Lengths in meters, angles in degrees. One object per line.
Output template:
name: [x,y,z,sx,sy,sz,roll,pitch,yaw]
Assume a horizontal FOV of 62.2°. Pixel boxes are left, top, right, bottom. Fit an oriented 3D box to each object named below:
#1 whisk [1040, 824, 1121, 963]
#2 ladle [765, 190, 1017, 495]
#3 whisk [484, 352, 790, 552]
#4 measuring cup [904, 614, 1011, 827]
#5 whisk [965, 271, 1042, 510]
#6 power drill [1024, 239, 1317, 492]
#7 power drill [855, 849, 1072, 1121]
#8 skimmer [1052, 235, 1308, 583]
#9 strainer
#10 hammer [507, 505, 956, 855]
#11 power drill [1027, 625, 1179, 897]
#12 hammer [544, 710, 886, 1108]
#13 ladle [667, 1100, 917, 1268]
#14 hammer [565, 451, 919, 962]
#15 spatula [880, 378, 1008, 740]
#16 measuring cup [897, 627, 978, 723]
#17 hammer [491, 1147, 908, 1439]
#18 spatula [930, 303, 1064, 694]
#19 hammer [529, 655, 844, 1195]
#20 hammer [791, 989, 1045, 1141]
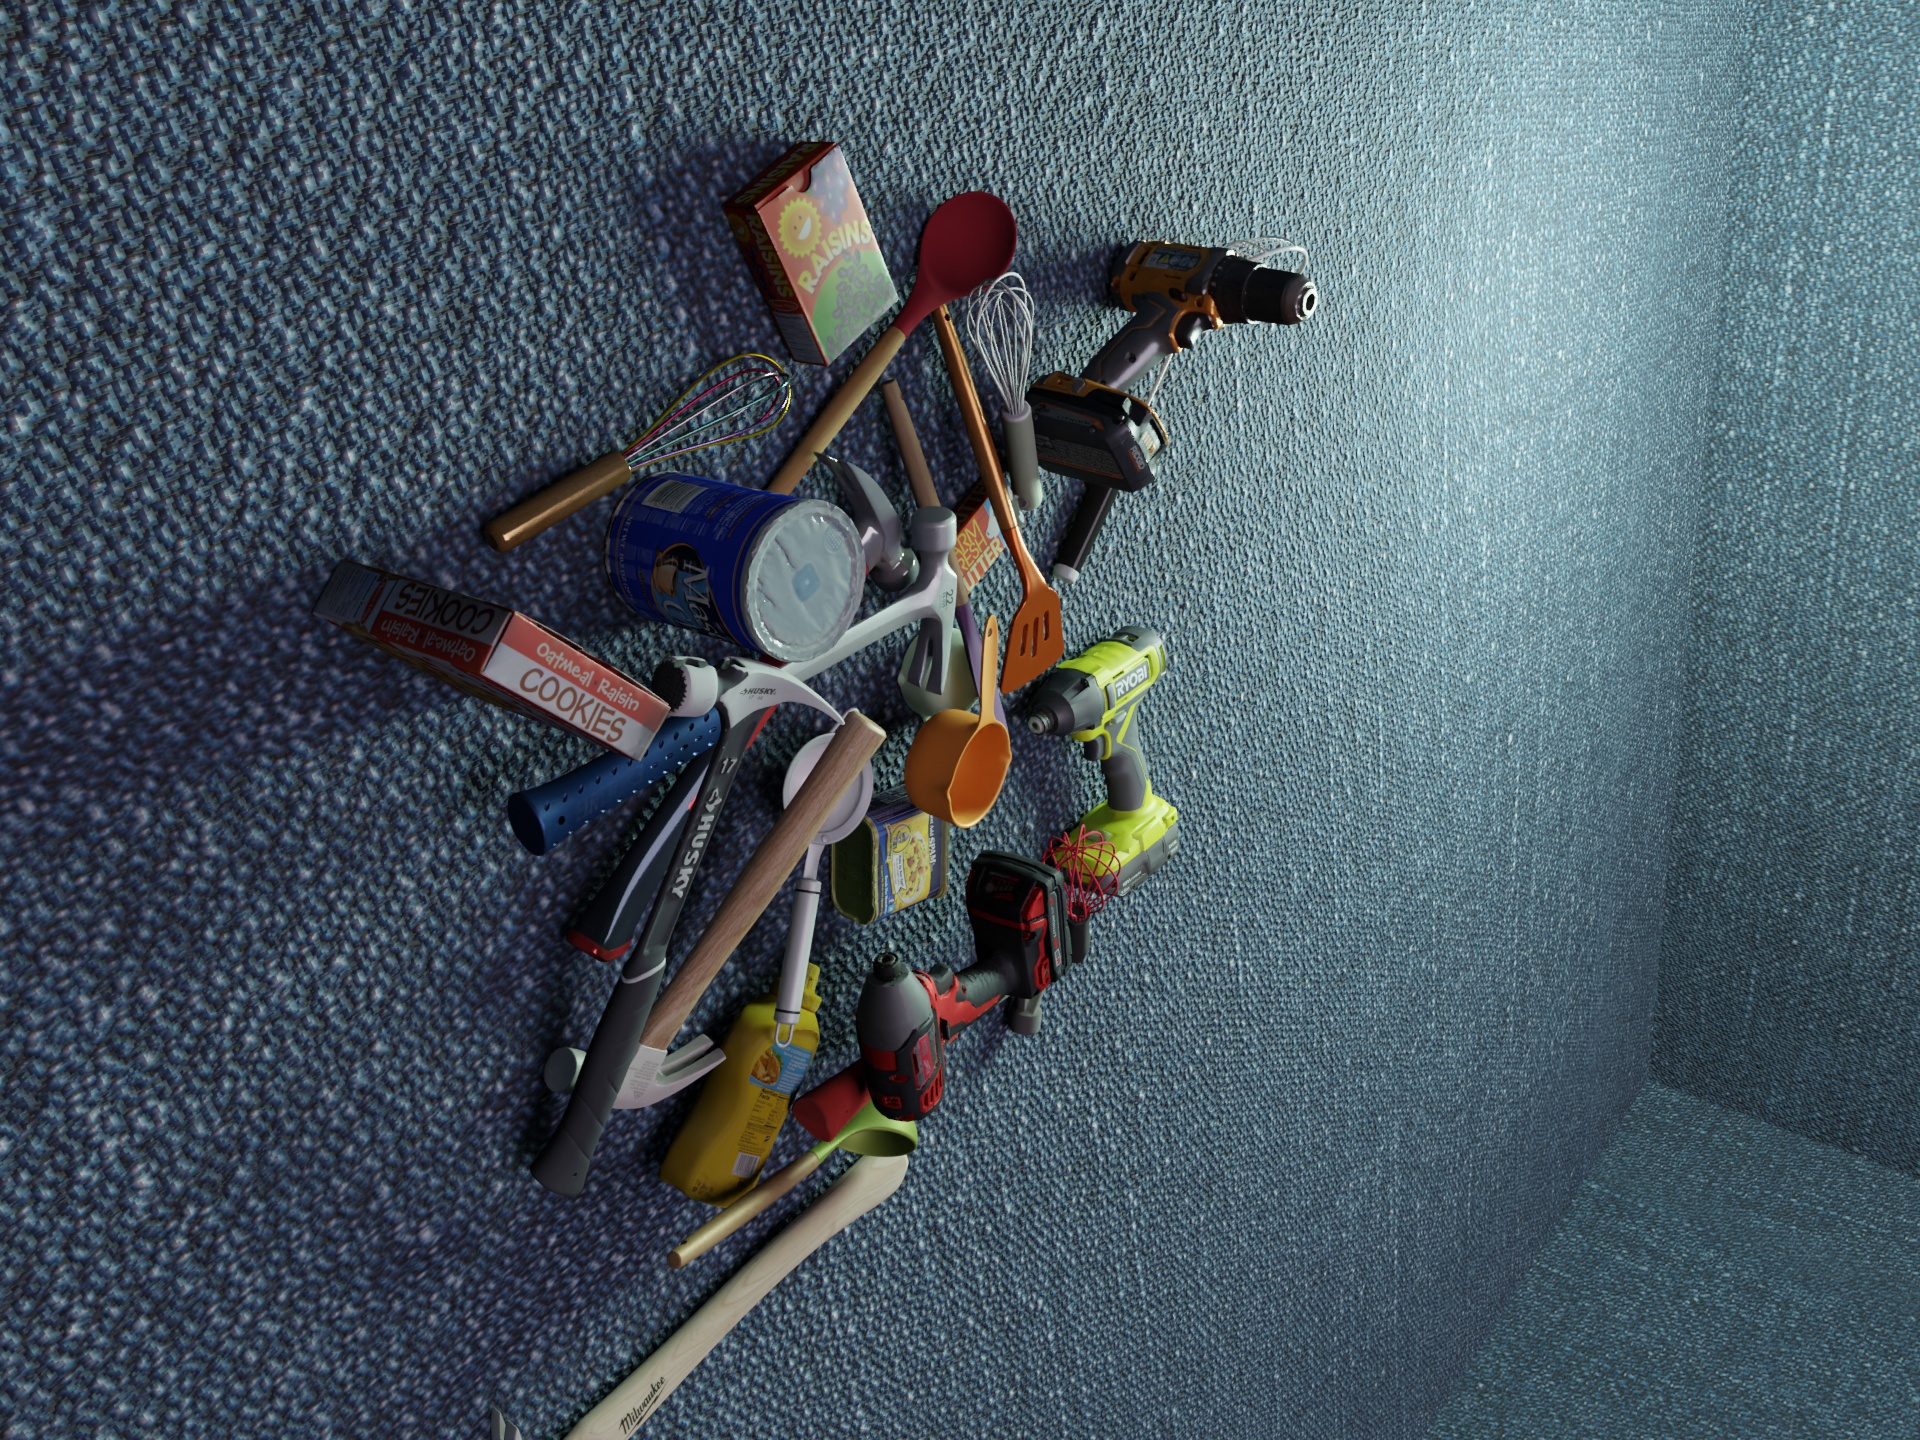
whisk: [0.107,0.168,1.441,0.073,0.073,0.295,-56,163,-20]
ladle: [-0.059,-0.264,1.163,0.069,0.031,0.315,39,73,-14]
whisk: [-0.199,-0.171,1.021,0.245,0.051,0.047,-39,136,-31]
measuring cup: [-0.002,-0.004,1.226,0.095,0.052,0.173,-27,128,-53]
whisk: [0.042,-0.249,1.244,0.059,0.058,0.246,-49,153,-21]
power drill: [0.170,-0.298,1.309,0.226,0.185,0.084,-56,140,-16]
power drill: [-0.002,0.202,1.271,0.220,0.079,0.143,-39,131,-43]
skimmer: [0.196,-0.274,1.421,0.363,0.090,0.127,-64,172,-7]
strainer: [-0.116,0.117,1.200,0.086,0.050,0.258,16,80,-43]
hammer: [-0.134,-0.015,1.085,0.405,0.035,0.144,-34,134,-42]
power drill: [0.131,0.044,1.478,0.171,0.080,0.223,-33,123,-40]
hammer: [-0.156,0.137,1.134,0.331,0.031,0.130,-55,143,2]
ladle: [-0.126,0.361,1.229,0.320,0.078,0.062,-16,94,-64]
hammer: [-0.161,-0.007,1.119,0.386,0.038,0.143,-57,148,-17]
spatula: [-0.008,-0.114,1.241,0.060,0.018,0.315,-72,147,-62]
measuring cup: [-0.011,0.005,1.315,0.083,0.038,0.167,-18,115,-46]
hammer: [-0.191,0.466,1.275,0.411,0.038,0.146,-37,128,-37]
spatula: [0.025,-0.176,1.267,0.081,0.041,0.322,-34,115,-35]
hammer: [-0.198,0.143,1.040,0.149,0.036,0.409,1,118,-52]
hammer: [-0.020,0.257,1.363,0.359,0.037,0.149,-21,120,-55]
